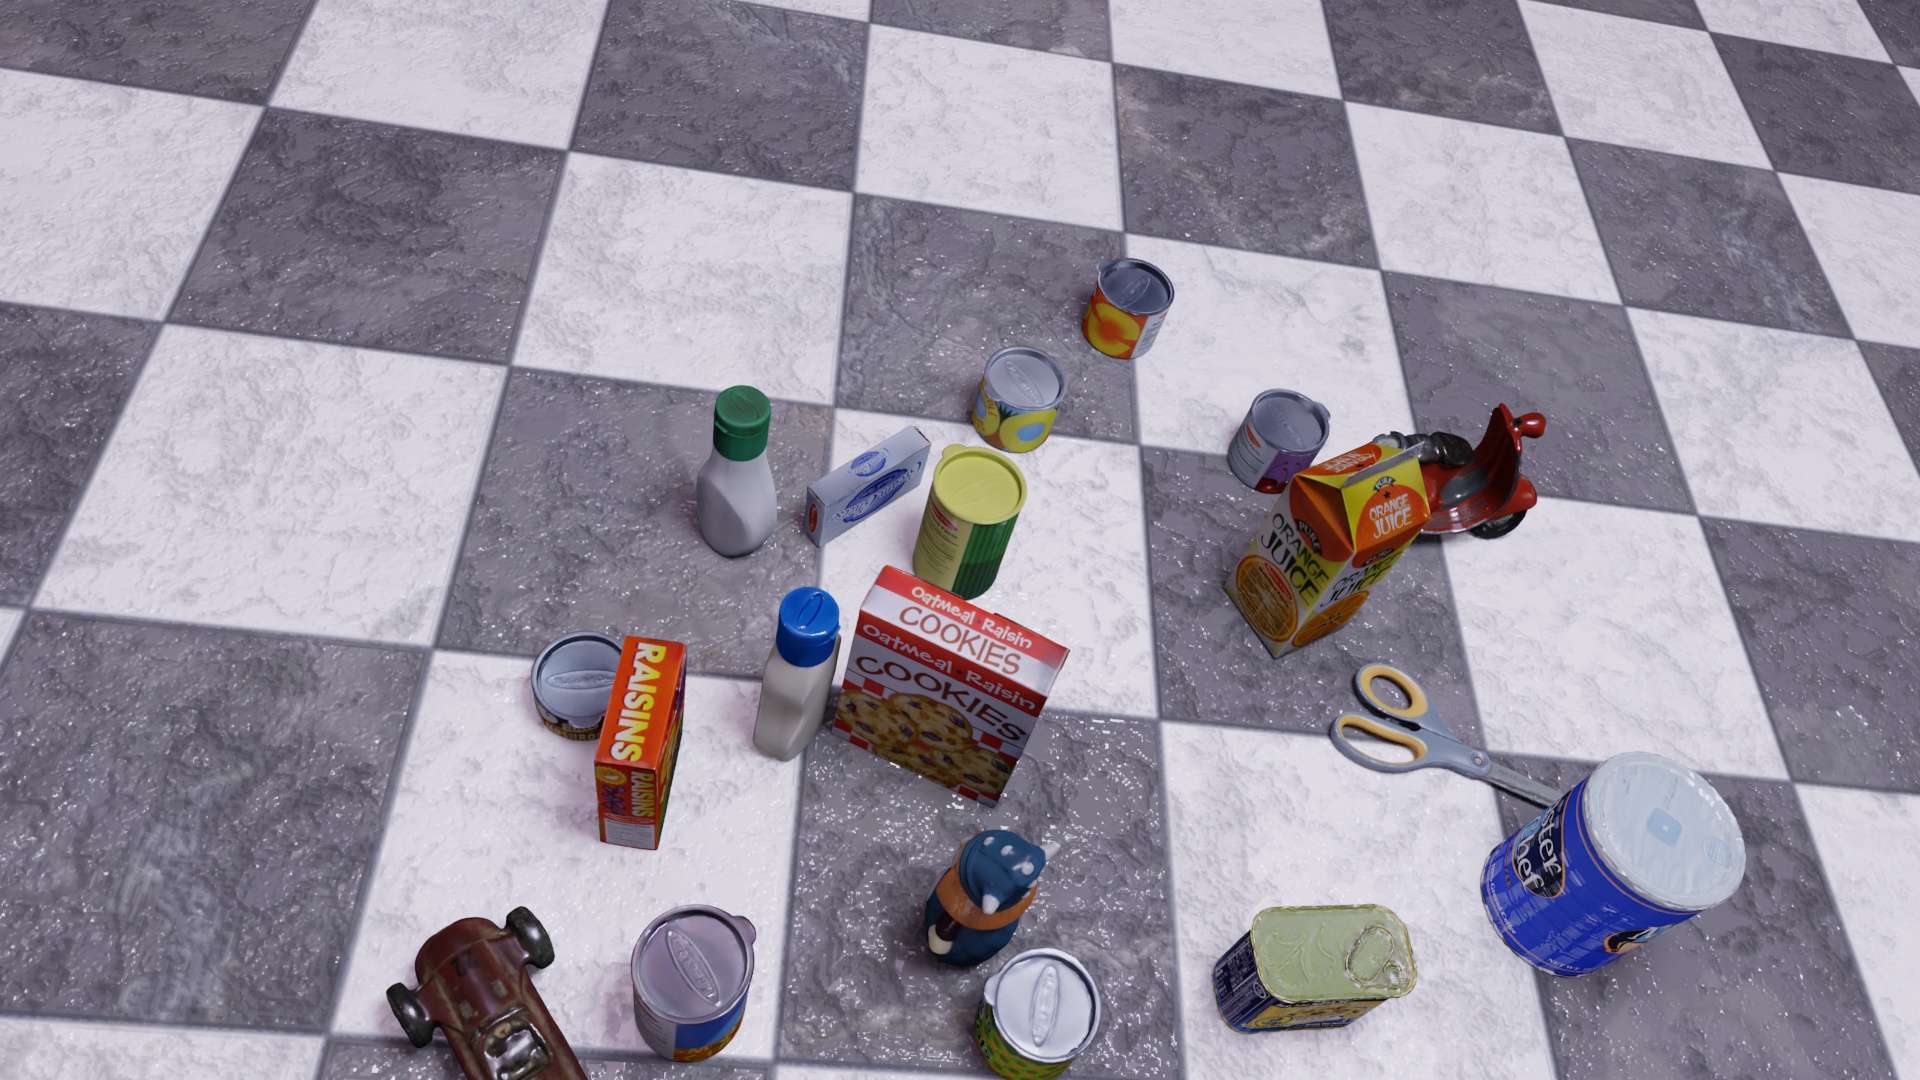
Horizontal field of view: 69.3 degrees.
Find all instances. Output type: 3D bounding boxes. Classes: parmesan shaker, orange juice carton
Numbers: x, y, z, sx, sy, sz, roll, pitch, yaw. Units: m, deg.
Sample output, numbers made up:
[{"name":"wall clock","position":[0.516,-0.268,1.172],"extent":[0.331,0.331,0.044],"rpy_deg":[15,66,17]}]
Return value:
[{"name":"parmesan shaker","position":[0.004,-0.012,0.997],"extent":[0.071,0.102,0.071],"rpy_deg":[6,55,-8]},{"name":"orange juice carton","position":[0.264,-0.001,0.990],"extent":[0.072,0.191,0.073],"rpy_deg":[-21,63,-24]}]

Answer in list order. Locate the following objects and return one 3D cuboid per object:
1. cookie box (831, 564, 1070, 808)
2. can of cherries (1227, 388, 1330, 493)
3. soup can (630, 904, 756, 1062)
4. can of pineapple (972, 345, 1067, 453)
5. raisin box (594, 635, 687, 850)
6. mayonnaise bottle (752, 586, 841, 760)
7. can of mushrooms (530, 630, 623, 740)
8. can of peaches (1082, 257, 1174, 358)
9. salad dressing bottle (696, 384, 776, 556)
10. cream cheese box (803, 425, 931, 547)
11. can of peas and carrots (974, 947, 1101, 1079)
[{"name":"cookie box","position":[-0.011,0.096,0.879],"extent":[0.123,0.166,0.040],"rpy_deg":[24,55,5]},{"name":"can of cherries","position":[0.259,-0.080,1.126],"extent":[0.071,0.058,0.072],"rpy_deg":[6,55,-8]},{"name":"soup can","position":[-0.151,0.252,0.792],"extent":[0.071,0.083,0.072],"rpy_deg":[6,55,-8]},{"name":"can of pineapple","position":[0.044,-0.111,1.102],"extent":[0.071,0.057,0.071],"rpy_deg":[6,55,-8]},{"name":"raisin box","position":[-0.194,0.125,0.846],"extent":[0.040,0.122,0.086],"rpy_deg":[10,55,-5]},{"name":"mayonnaise bottle","position":[-0.102,0.082,0.881],"extent":[0.041,0.147,0.065],"rpy_deg":[25,55,6]},{"name":"can of mushrooms","position":[-0.246,0.097,0.909],"extent":[0.071,0.033,0.071],"rpy_deg":[6,55,-8]},{"name":"can of peaches","position":[0.140,-0.198,1.183],"extent":[0.071,0.057,0.071],"rpy_deg":[6,55,-8]},{"name":"salad dressing bottle","position":[-0.153,-0.047,0.959],"extent":[0.064,0.146,0.044],"rpy_deg":[43,58,17]},{"name":"cream cheese box","position":[-0.070,-0.041,1.031],"extent":[0.104,0.053,0.024],"rpy_deg":[-34,69,-29]},{"name":"can of peas and carrots","position":[0.043,0.284,0.827],"extent":[0.071,0.058,0.071],"rpy_deg":[6,55,-8]}]
